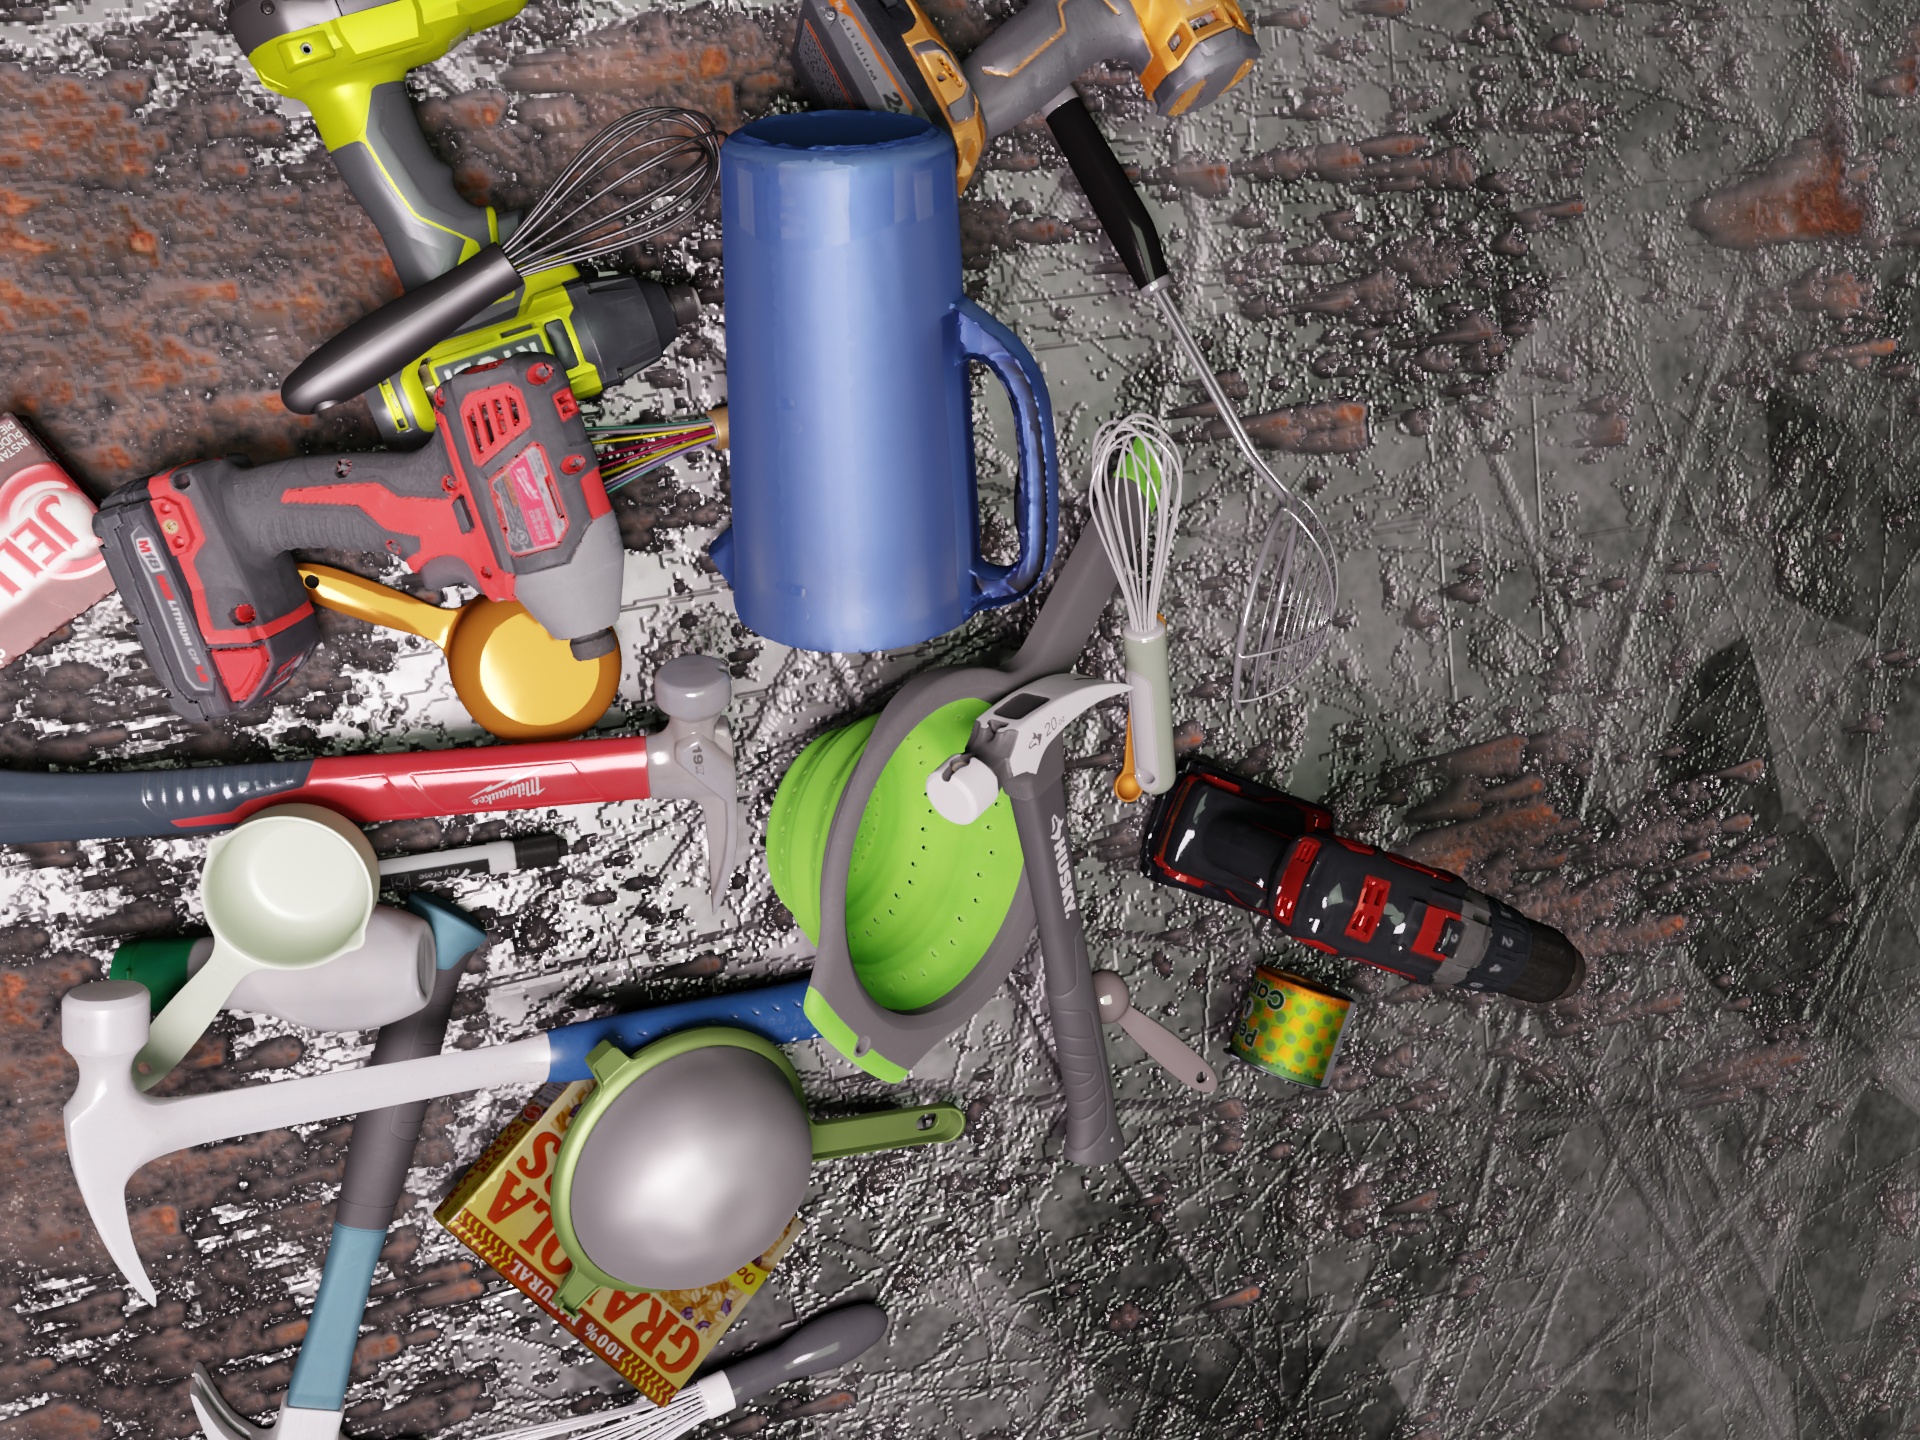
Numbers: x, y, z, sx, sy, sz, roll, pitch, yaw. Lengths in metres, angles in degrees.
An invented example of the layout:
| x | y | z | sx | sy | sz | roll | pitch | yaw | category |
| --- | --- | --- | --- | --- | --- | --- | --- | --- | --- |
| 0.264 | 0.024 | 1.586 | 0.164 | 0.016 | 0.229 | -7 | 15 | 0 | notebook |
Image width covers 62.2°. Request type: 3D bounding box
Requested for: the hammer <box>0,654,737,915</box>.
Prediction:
| x | y | z | sx | sy | sz | roll | pitch | yaw | category |
| --- | --- | --- | --- | --- | --- | --- | --- | --- | --- |
| -0.305 | 0.047 | 0.789 | 0.386 | 0.038 | 0.143 | -4 | 122 | -9 | hammer |

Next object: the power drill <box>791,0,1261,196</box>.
| x | y | z | sx | sy | sz | roll | pitch | yaw | category |
| --- | --- | --- | --- | --- | --- | --- | --- | --- | --- |
| 0.024 | -0.383 | 0.836 | 0.226 | 0.084 | 0.185 | -28 | 90 | -14 | power drill |

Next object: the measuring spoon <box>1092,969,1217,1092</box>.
| x | y | z | sx | sy | sz | roll | pitch | yaw | category |
| --- | --- | --- | --- | --- | --- | --- | --- | --- | --- |
| 0.123 | 0.200 | 1.000 | 0.124 | 0.018 | 0.034 | 41 | 84 | -21 | measuring spoon |

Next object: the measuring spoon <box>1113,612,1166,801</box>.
| x | y | z | sx | sy | sz | roll | pitch | yaw | category |
| --- | --- | --- | --- | --- | --- | --- | --- | --- | --- |
| 0.109 | -0.008 | 0.969 | 0.021 | 0.011 | 0.117 | 8 | 92 | -26 | measuring spoon |

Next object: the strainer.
| x | y | z | sx | sy | sz | roll | pitch | yaw | category |
| --- | --- | --- | --- | --- | --- | --- | --- | --- | --- |
| -0.088 | 0.242 | 0.855 | 0.256 | 0.069 | 0.151 | 2 | 103 | -38 | strainer |

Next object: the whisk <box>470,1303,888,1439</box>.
| x | y | z | sx | sy | sz | roll | pitch | yaw | category |
| --- | --- | --- | --- | --- | --- | --- | --- | --- | --- |
| -0.170 | 0.397 | 0.906 | 0.284 | 0.070 | 0.070 | -18 | 104 | -23 | whisk |

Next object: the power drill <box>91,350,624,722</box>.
| x | y | z | sx | sy | sz | roll | pitch | yaw | category |
| --- | --- | --- | --- | --- | --- | --- | --- | --- | --- |
| -0.267 | -0.077 | 0.743 | 0.219 | 0.079 | 0.143 | -14 | 107 | 7 | power drill |

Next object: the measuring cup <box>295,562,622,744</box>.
| x | y | z | sx | sy | sz | roll | pitch | yaw | category |
| --- | --- | --- | --- | --- | --- | --- | --- | --- | --- |
| -0.256 | -0.043 | 0.809 | 0.173 | 0.052 | 0.095 | 20 | 91 | -23 | measuring cup |

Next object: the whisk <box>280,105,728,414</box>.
| x | y | z | sx | sy | sz | roll | pitch | yaw | category |
| --- | --- | --- | --- | --- | --- | --- | --- | --- | --- |
| -0.209 | -0.210 | 0.733 | 0.239 | 0.055 | 0.055 | -34 | 108 | -4 | whisk |

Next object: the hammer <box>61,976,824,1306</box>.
| x | y | z | sx | sy | sz | roll | pitch | yaw | category |
| --- | --- | --- | --- | --- | --- | --- | --- | --- | --- |
| -0.221 | 0.176 | 0.801 | 0.405 | 0.035 | 0.144 | -3 | 102 | -37 | hammer |

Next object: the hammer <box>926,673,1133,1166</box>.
| x | y | z | sx | sy | sz | roll | pitch | yaw | category |
| --- | --- | --- | --- | --- | --- | --- | --- | --- | --- |
| 0.062 | 0.127 | 0.908 | 0.146 | 0.035 | 0.334 | -41 | 132 | -39 | hammer |

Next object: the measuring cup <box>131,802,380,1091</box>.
| x | y | z | sx | sy | sz | roll | pitch | yaw | category |
| --- | --- | --- | --- | --- | --- | --- | --- | --- | --- |
| -0.343 | 0.109 | 0.757 | 0.083 | 0.038 | 0.167 | 39 | 98 | -16 | measuring cup |

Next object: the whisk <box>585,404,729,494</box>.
| x | y | z | sx | sy | sz | roll | pitch | yaw | category |
| --- | --- | --- | --- | --- | --- | --- | --- | --- | --- |
| -0.150 | -0.145 | 0.838 | 0.245 | 0.047 | 0.051 | -18 | 103 | -19 | whisk |

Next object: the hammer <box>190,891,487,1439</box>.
| x | y | z | sx | sy | sz | roll | pitch | yaw | category |
| --- | --- | --- | --- | --- | --- | --- | --- | --- | --- |
| -0.313 | 0.254 | 0.846 | 0.128 | 0.033 | 0.331 | 15 | 93 | -22 | hammer |

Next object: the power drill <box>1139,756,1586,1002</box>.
| x | y | z | sx | sy | sz | roll | pitch | yaw | category |
| --- | --- | --- | --- | --- | --- | --- | --- | --- | --- |
| 0.223 | 0.097 | 0.907 | 0.187 | 0.227 | 0.080 | 19 | 92 | -21 | power drill |

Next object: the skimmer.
| x | y | z | sx | sy | sz | roll | pitch | yaw | category |
| --- | --- | --- | --- | --- | --- | --- | --- | --- | --- |
| 0.117 | -0.181 | 0.919 | 0.090 | 0.127 | 0.363 | -27 | 96 | 28 | skimmer |

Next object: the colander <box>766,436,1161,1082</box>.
| x | y | z | sx | sy | sz | roll | pitch | yaw | category |
| --- | --- | --- | --- | --- | --- | --- | --- | --- | --- |
| -0.001 | -0.003 | 0.890 | 0.397 | 0.094 | 0.204 | -62 | 143 | -21 | colander |

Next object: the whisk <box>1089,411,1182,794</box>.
| x | y | z | sx | sy | sz | roll | pitch | yaw | category |
| --- | --- | --- | --- | --- | --- | --- | --- | --- | --- |
| 0.102 | -0.058 | 0.893 | 0.059 | 0.058 | 0.246 | -36 | 133 | -34 | whisk |

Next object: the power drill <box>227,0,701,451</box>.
| x | y | z | sx | sy | sz | roll | pitch | yaw | category |
| --- | --- | --- | --- | --- | --- | --- | --- | --- | --- |
| -0.237 | -0.260 | 0.773 | 0.171 | 0.080 | 0.223 | -23 | 109 | -14 | power drill |
